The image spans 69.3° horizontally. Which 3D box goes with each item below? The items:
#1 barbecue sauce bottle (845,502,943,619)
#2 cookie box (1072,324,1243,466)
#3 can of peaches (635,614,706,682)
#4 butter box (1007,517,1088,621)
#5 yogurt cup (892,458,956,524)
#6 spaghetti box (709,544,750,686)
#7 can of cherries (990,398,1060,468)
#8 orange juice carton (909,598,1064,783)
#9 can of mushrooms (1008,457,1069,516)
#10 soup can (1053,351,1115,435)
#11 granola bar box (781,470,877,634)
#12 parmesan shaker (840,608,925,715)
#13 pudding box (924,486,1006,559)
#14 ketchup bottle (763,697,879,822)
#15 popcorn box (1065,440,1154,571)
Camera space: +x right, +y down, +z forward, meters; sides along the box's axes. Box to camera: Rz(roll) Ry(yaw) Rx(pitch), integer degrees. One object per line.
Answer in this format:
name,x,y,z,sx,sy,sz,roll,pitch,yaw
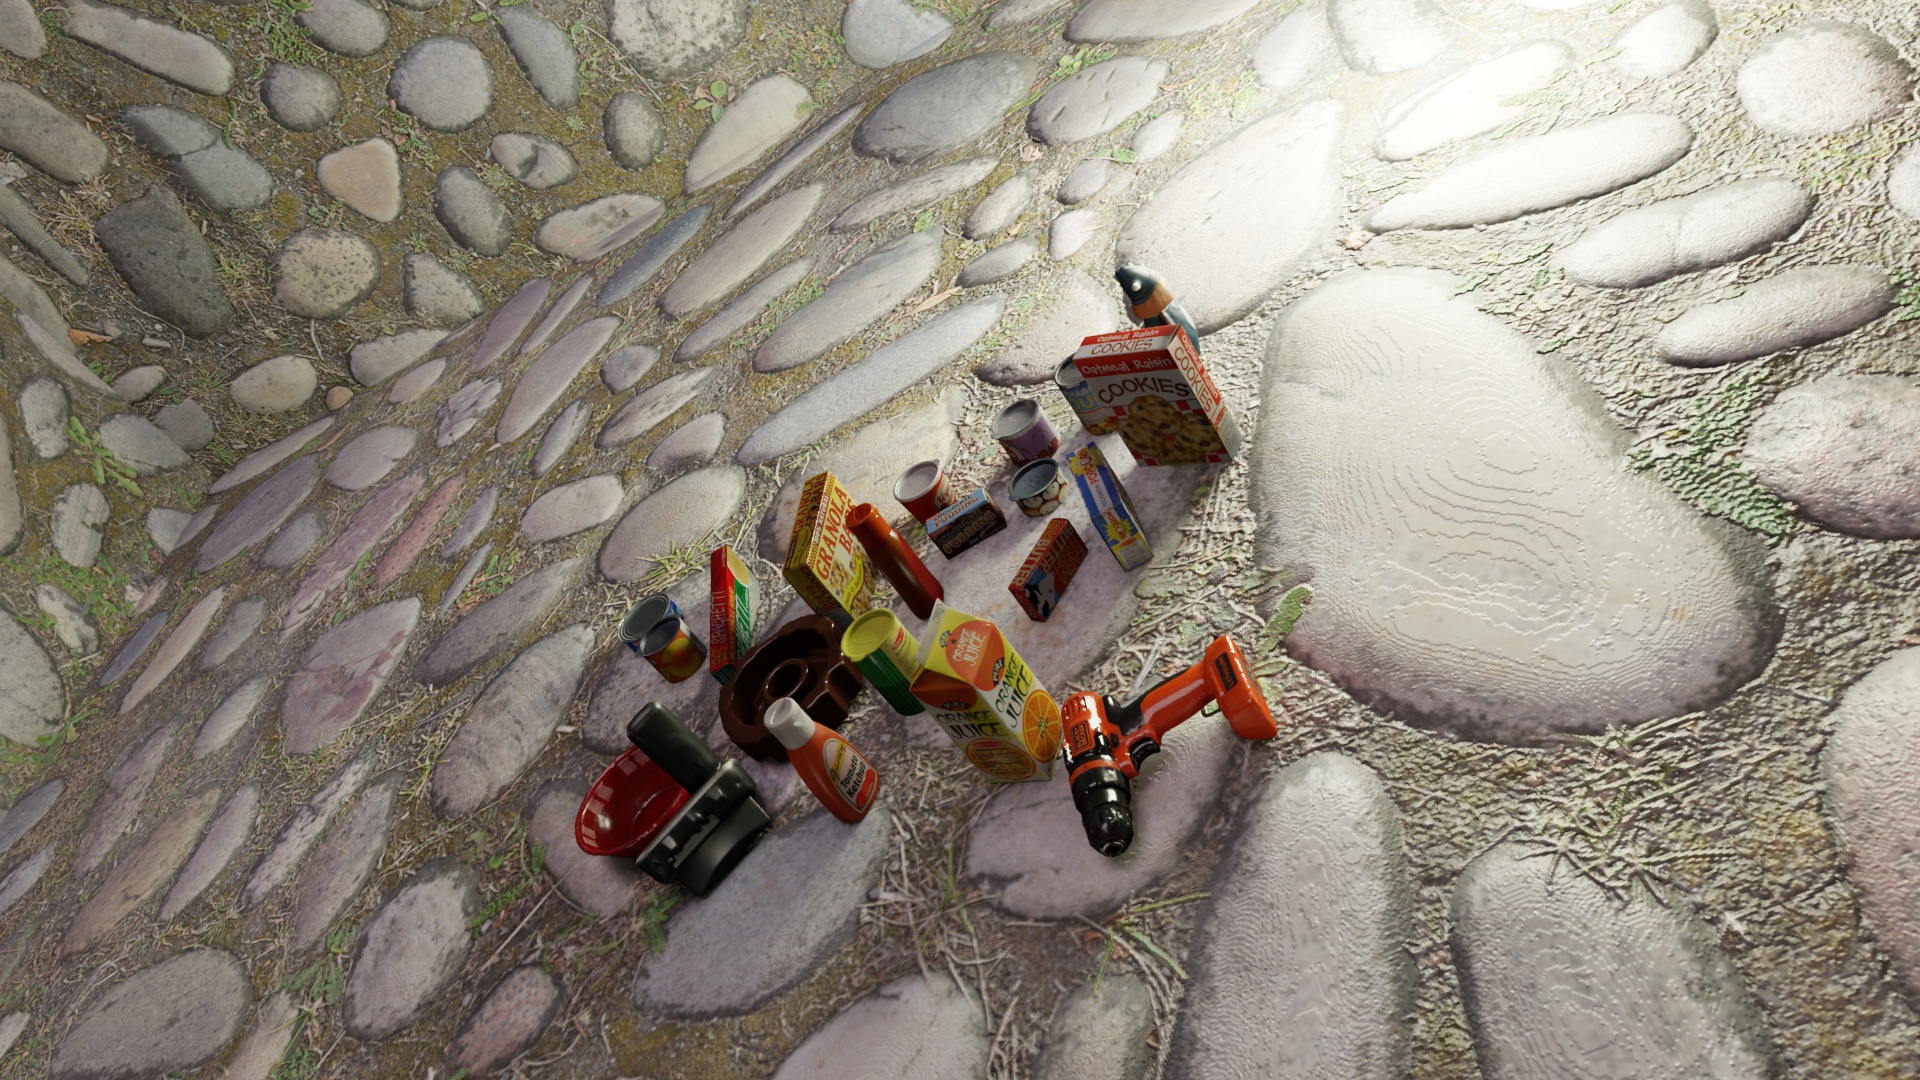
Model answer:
barbecue sauce bottle,-0.074,0.020,1.553,0.043,0.148,0.065,-31,34,9
cookie box,0.212,-0.153,1.488,0.123,0.167,0.040,-1,48,42
can of peaches,-0.365,0.139,1.754,0.071,0.058,0.071,-24,35,19
butter box,0.094,0.030,1.476,0.024,0.053,0.104,3,50,45
yogurt cup,-0.041,-0.056,1.702,0.072,0.053,0.073,-24,35,19
spaghetti box,-0.289,0.097,1.744,0.028,0.050,0.251,-30,34,11
can of cherries,0.077,-0.127,1.678,0.071,0.058,0.072,-24,35,19
orange juice carton,0.018,0.140,1.284,0.073,0.192,0.072,-10,42,34
can of mushrooms,0.089,-0.060,1.607,0.071,0.033,0.071,-24,35,19
soup can,0.157,-0.174,1.639,0.071,0.083,0.072,-24,35,19
granola bar box,-0.150,0.016,1.649,0.039,0.124,0.166,-21,37,23
parmesan shaker,-0.071,0.131,1.457,0.071,0.102,0.072,-24,35,19
pudding box,0.006,-0.020,1.620,0.083,0.049,0.030,-30,34,10
ketchup bottle,-0.139,0.214,1.376,0.043,0.148,0.065,-10,42,35
popcorn box,0.158,-0.037,1.471,0.038,0.085,0.127,-30,34,11
